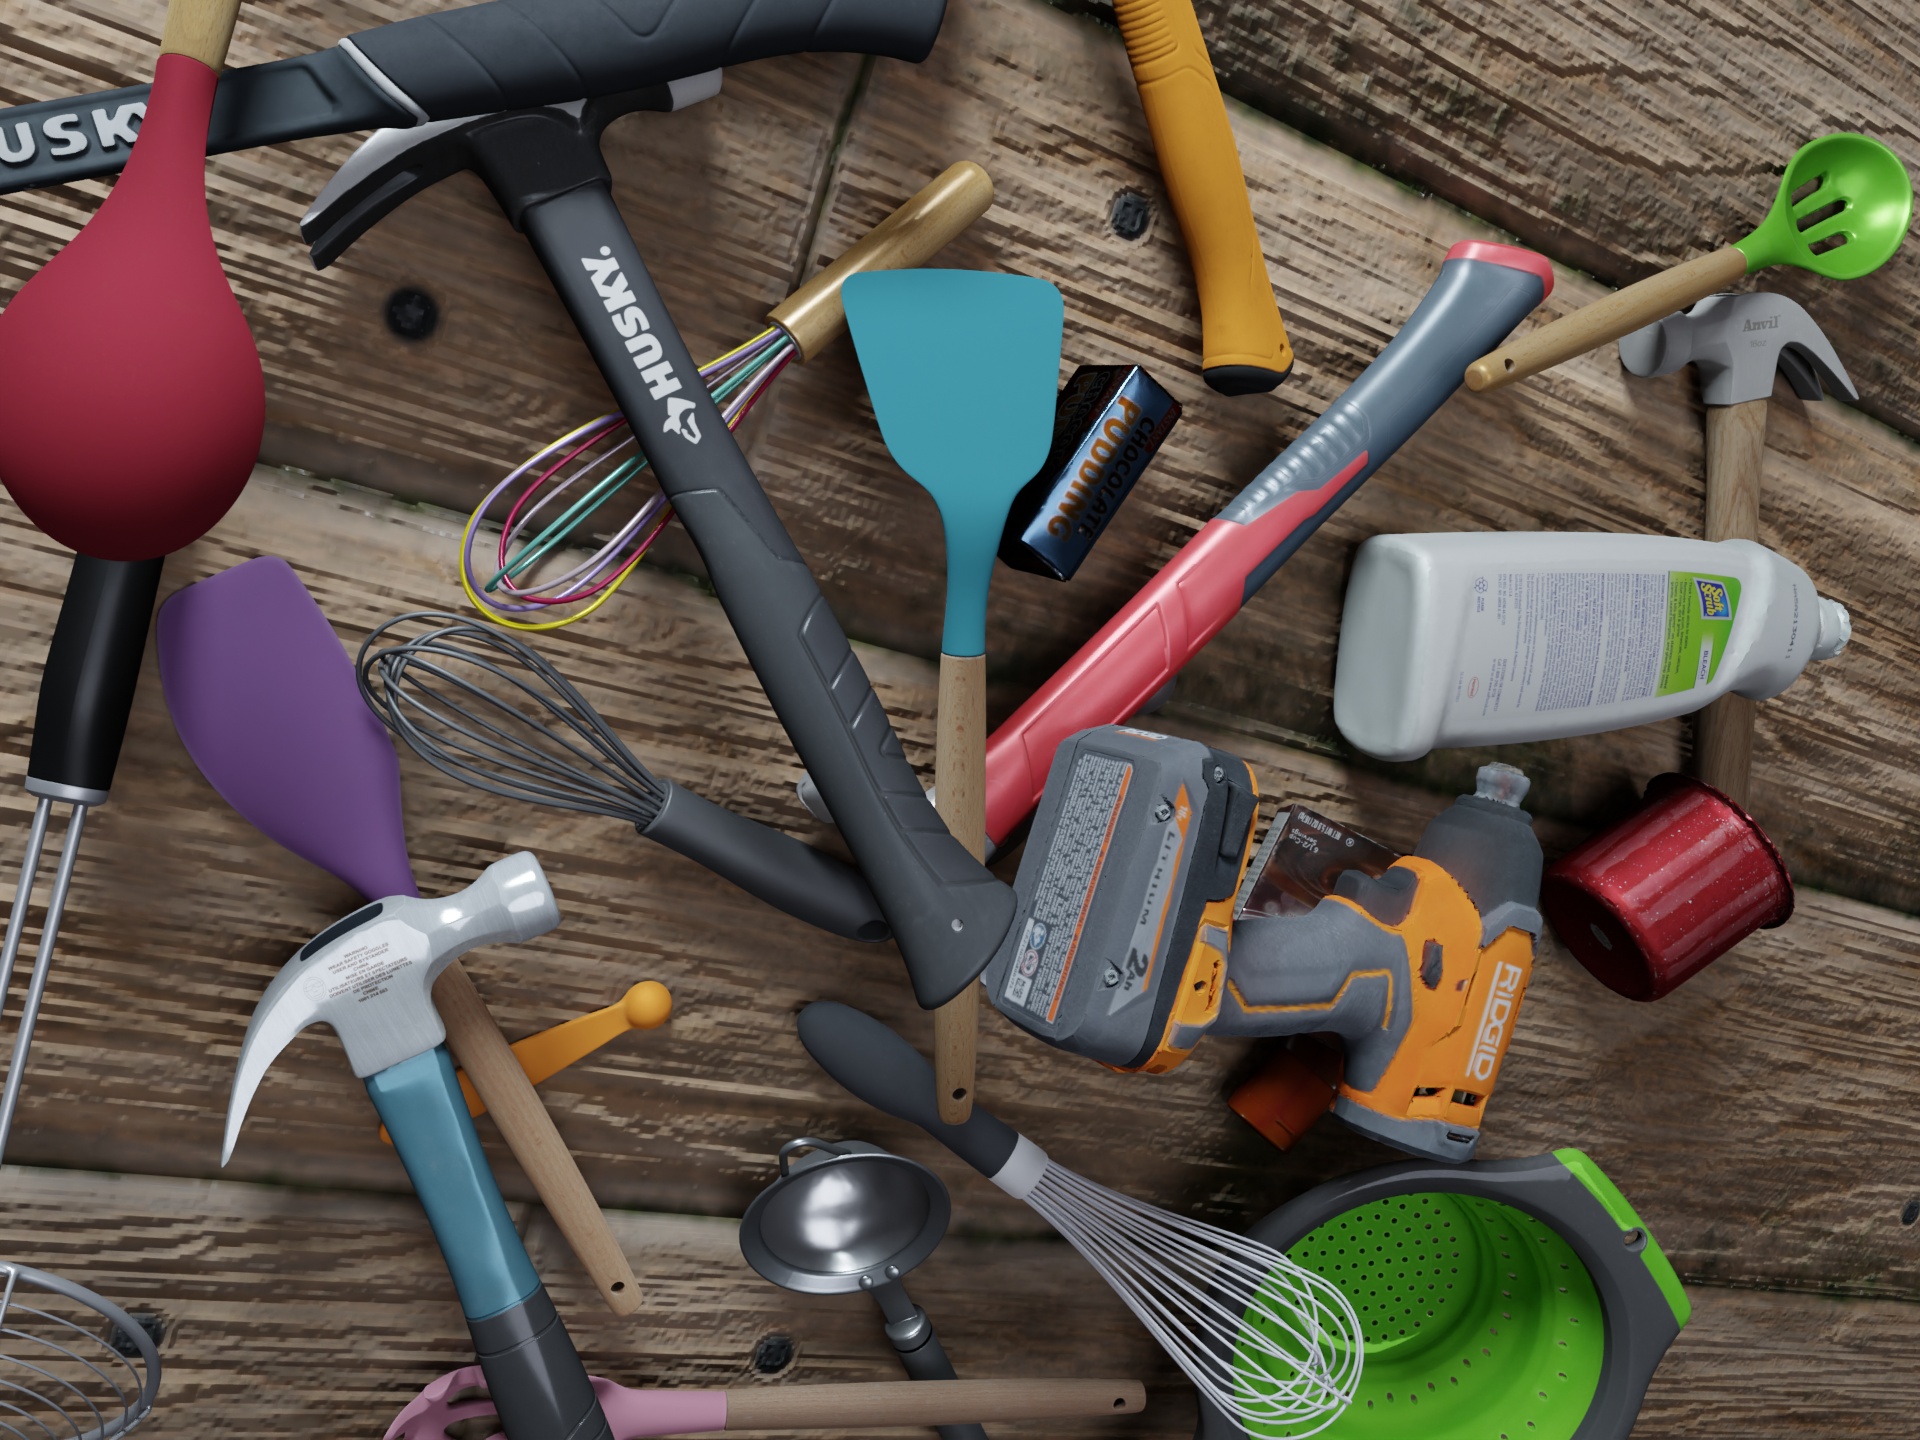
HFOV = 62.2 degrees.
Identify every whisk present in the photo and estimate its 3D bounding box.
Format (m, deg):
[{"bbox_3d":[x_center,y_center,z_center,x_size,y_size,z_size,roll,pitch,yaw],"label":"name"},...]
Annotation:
[{"bbox_3d":[-0.076,-0.118,0.565,0.245,0.051,0.047,-44,88,-15],"label":"whisk"},{"bbox_3d":[0.049,0.203,0.657,0.284,0.070,0.070,36,86,-5],"label":"whisk"},{"bbox_3d":[-0.110,0.029,0.585,0.238,0.055,0.055,33,88,-33],"label":"whisk"}]

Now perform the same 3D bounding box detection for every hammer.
[{"bbox_3d":[-0.190,-0.186,0.462,0.409,0.036,0.149,-19,92,-17],"label":"hammer"},{"bbox_3d":[0.068,-0.277,0.582,0.127,0.034,0.336,-50,129,-39],"label":"hammer"},{"bbox_3d":[0.118,-0.052,0.657,0.386,0.038,0.143,-44,106,-11],"label":"hammer"},{"bbox_3d":[-0.078,-0.060,0.513,0.146,0.035,0.335,-28,90,-15],"label":"hammer"},{"bbox_3d":[0.393,-0.049,0.812,0.130,0.031,0.331,-14,109,-21],"label":"hammer"},{"bbox_3d":[-0.159,0.219,0.574,0.128,0.033,0.331,-21,105,-17],"label":"hammer"}]

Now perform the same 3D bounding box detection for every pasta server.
[{"bbox_3d":[-0.068,0.285,0.649,0.316,0.040,0.060,6,97,-17],"label":"pasta server"}]

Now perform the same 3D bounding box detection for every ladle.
[{"bbox_3d":[-0.201,-0.198,0.429,0.069,0.031,0.315,10,81,-12],"label":"ladle"}]

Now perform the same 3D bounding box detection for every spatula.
[{"bbox_3d":[-0.190,0.092,0.571,0.060,0.018,0.315,-28,109,-14],"label":"spatula"},{"bbox_3d":[-0.001,-0.002,0.585,0.082,0.044,0.317,-3,105,-17],"label":"spatula"}]

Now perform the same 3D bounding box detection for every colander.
[{"bbox_3d":[0.141,0.329,0.763,0.397,0.094,0.204,-36,100,6],"label":"colander"}]

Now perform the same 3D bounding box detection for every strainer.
[{"bbox_3d":[-0.027,0.255,0.685,0.087,0.050,0.258,-20,118,1],"label":"strainer"}]

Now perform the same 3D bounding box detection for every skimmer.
[{"bbox_3d":[-0.299,0.080,0.516,0.127,0.090,0.363,13,87,-17],"label":"skimmer"}]

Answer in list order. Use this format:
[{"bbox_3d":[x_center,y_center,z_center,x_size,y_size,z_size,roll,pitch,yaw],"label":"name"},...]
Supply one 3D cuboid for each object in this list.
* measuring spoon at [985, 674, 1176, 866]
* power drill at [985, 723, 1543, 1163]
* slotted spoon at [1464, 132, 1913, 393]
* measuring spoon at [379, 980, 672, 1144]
[{"bbox_3d":[0.050,0.015,0.670,0.124,0.018,0.034,-49,118,-10],"label":"measuring spoon"},{"bbox_3d":[0.136,0.074,0.621,0.226,0.084,0.164,19,87,-29],"label":"power drill"},{"bbox_3d":[0.333,-0.202,0.719,0.314,0.031,0.070,-27,95,-27],"label":"slotted spoon"},{"bbox_3d":[-0.163,0.131,0.603,0.117,0.011,0.021,-25,112,-18],"label":"measuring spoon"}]
